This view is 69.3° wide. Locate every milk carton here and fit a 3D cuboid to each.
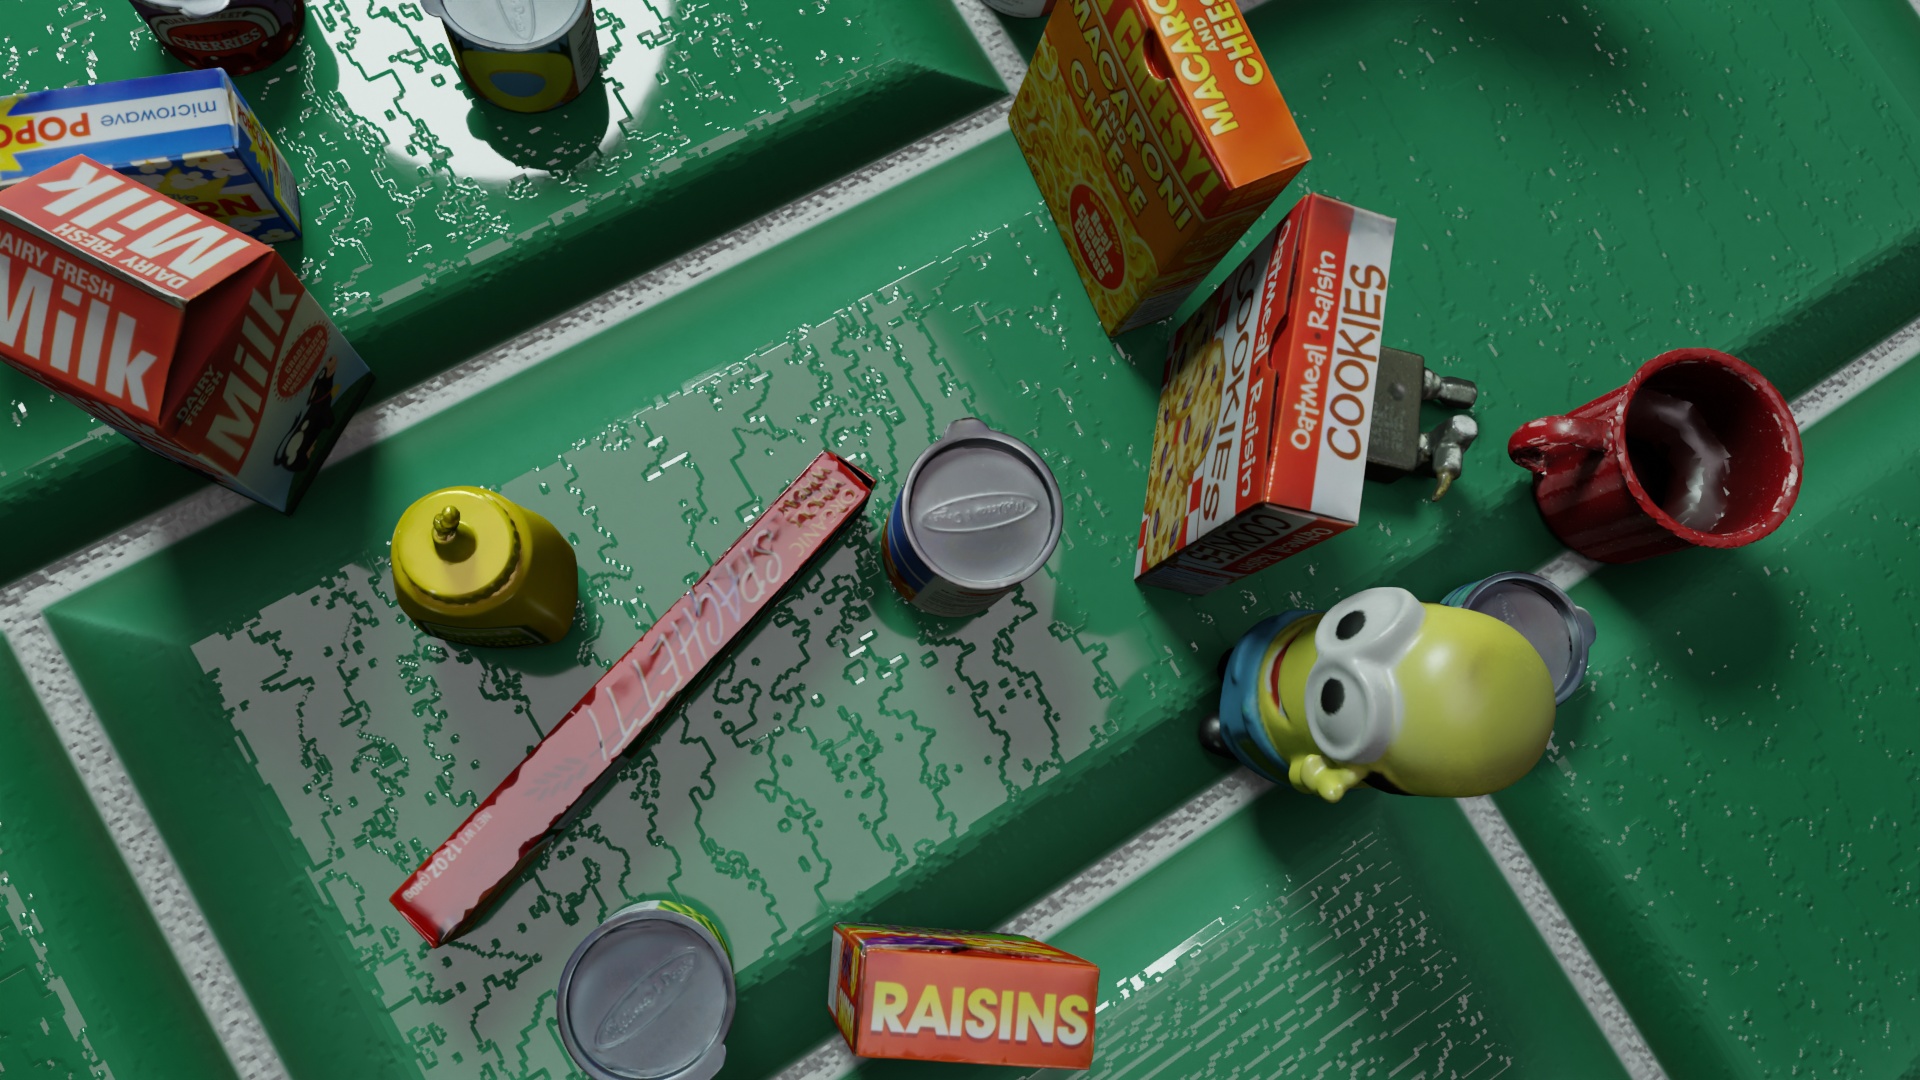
[{"bbox_3d":[-0.284,-0.072,0.504,0.072,0.190,0.073,26,76,-4],"label":"milk carton"}]

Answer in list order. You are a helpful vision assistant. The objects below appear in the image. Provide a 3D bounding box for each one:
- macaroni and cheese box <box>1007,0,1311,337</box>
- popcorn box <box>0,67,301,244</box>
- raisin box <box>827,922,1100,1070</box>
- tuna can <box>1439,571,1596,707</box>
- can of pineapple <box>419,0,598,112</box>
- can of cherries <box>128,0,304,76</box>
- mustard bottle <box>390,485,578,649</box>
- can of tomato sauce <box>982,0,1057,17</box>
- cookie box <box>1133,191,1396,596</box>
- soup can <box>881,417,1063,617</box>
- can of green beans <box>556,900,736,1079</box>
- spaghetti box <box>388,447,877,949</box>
[{"bbox_3d":[0.077,-0.174,0.599,0.040,0.166,0.124,-22,83,-13],"label":"macaroni and cheese box"},{"bbox_3d":[-0.347,-0.145,0.563,0.127,0.085,0.038,-12,81,-12],"label":"popcorn box"},{"bbox_3d":[-0.003,0.173,0.536,0.086,0.123,0.040,7,78,-8],"label":"raisin box"},{"bbox_3d":[0.258,0.049,0.653,0.071,0.032,0.071,2,78,-9],"label":"tuna can"},{"bbox_3d":[-0.199,-0.234,0.621,0.071,0.057,0.071,2,78,-9],"label":"can of pineapple"},{"bbox_3d":[-0.326,-0.242,0.600,0.071,0.058,0.071,2,78,-9],"label":"can of cherries"},{"bbox_3d":[-0.182,0.010,0.520,0.065,0.160,0.049,3,79,-9],"label":"mustard bottle"},{"bbox_3d":[0.039,-0.302,0.662,0.071,0.083,0.071,2,79,-9],"label":"can of tomato sauce"},{"bbox_3d":[0.120,-0.052,0.581,0.040,0.167,0.123,12,77,-7],"label":"cookie box"},{"bbox_3d":[0.002,-0.007,0.595,0.071,0.083,0.071,2,79,-9],"label":"soup can"},{"bbox_3d":[-0.122,0.178,0.548,0.071,0.057,0.071,2,78,-9],"label":"can of green beans"},{"bbox_3d":[-0.129,0.060,0.576,0.028,0.050,0.251,42,75,0],"label":"spaghetti box"}]
